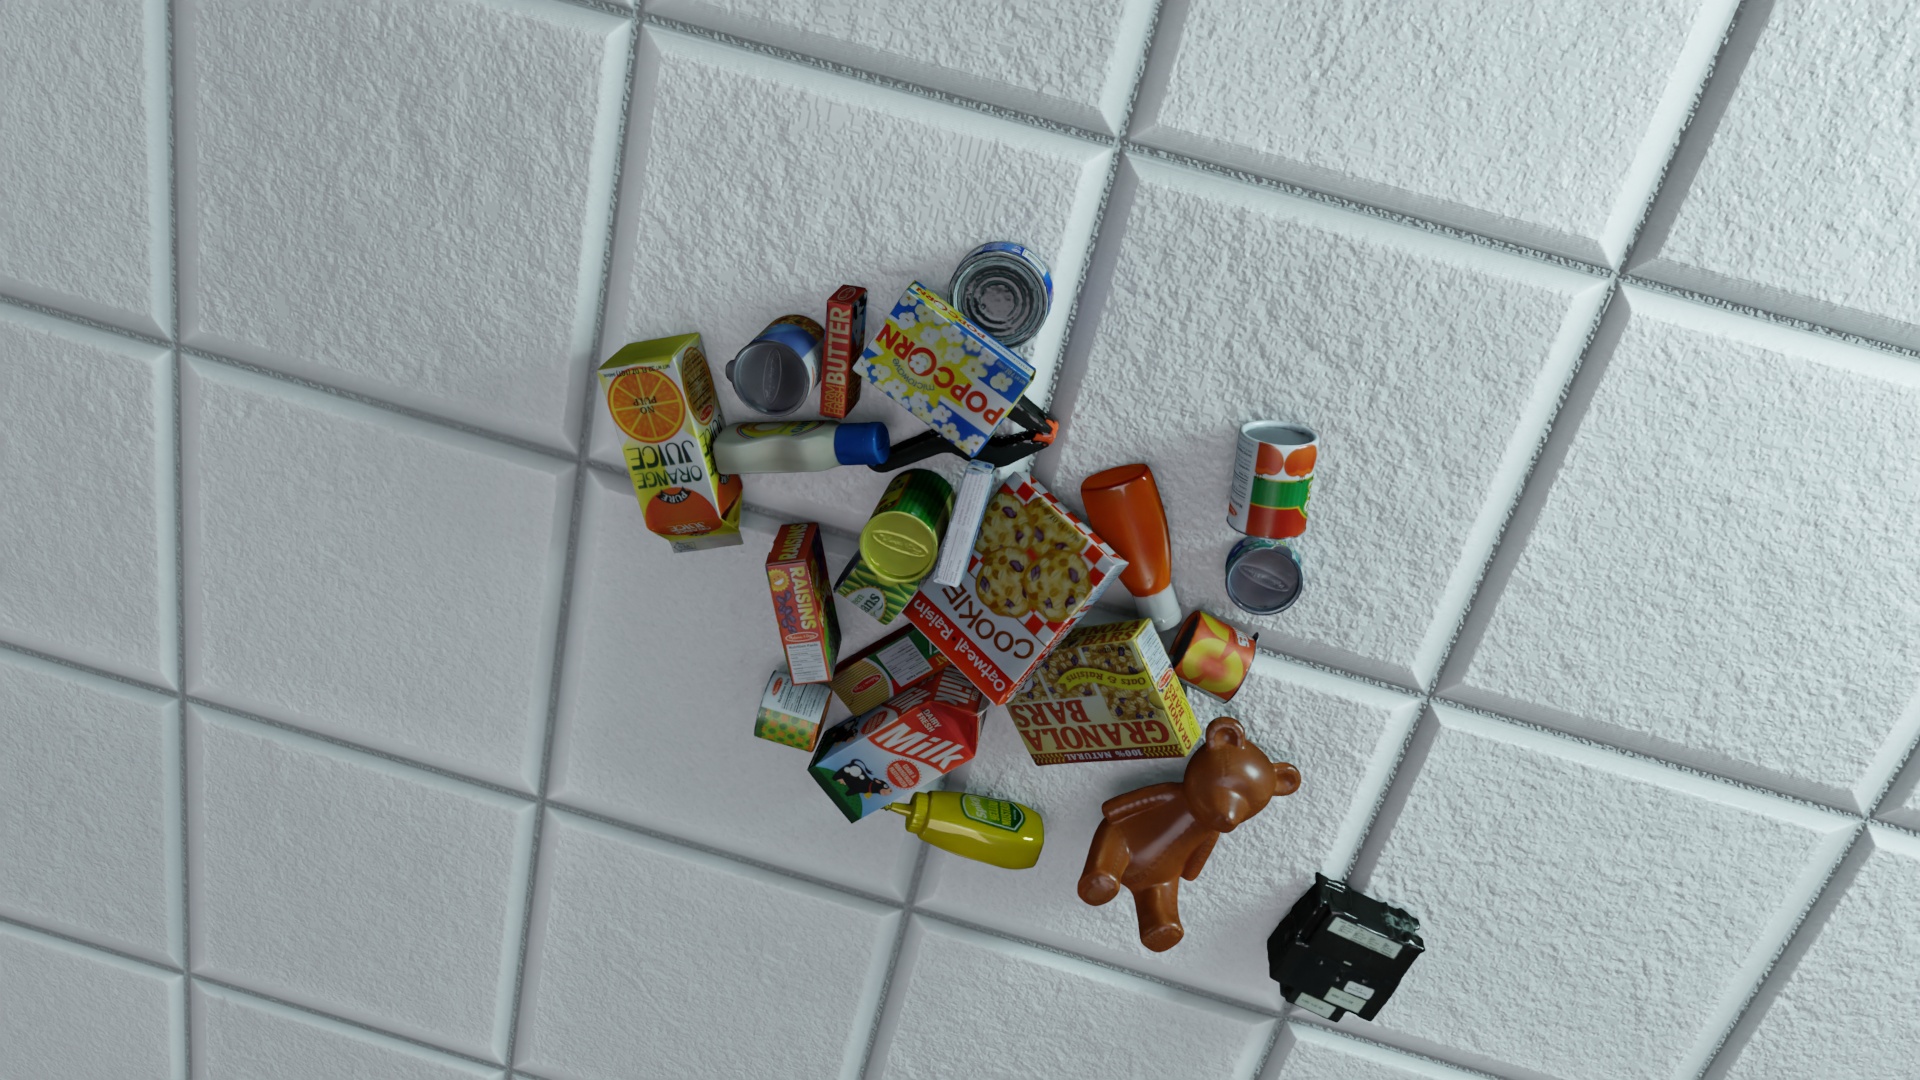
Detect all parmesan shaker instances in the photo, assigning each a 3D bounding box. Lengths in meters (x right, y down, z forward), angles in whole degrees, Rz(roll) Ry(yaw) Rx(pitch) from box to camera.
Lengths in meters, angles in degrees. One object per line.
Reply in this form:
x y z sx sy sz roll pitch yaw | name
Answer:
-0.045 -0.012 1.204 0.071 0.103 0.071 4 114 8 | parmesan shaker

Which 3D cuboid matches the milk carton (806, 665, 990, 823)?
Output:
-0.044 0.183 1.309 0.190 0.073 0.073 -32 105 21 | milk carton

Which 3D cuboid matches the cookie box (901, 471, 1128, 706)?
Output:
0.045 0.042 1.211 0.123 0.040 0.167 44 107 17 | cookie box

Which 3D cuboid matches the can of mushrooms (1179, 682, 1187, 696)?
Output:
0.174 0.140 1.275 0.071 0.033 0.070 4 115 8 | can of mushrooms

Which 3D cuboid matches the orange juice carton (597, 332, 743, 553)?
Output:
-0.248 -0.078 1.225 0.072 0.073 0.192 -7 113 13 | orange juice carton

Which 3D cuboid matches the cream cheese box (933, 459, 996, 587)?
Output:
0.004 -0.015 1.172 0.024 0.053 0.103 17 99 2 | cream cheese box

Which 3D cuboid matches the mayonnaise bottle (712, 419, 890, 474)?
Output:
-0.135 -0.082 1.200 0.148 0.065 0.041 -1 113 19 | mayonnaise bottle

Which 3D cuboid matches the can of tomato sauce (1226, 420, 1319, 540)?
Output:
0.262 -0.051 1.156 0.071 0.071 0.082 6 114 7 | can of tomato sauce

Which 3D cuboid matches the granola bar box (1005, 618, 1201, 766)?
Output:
0.116 0.139 1.247 0.165 0.039 0.124 -11 112 39 | granola bar box

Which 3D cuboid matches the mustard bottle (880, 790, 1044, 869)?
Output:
0.000 0.271 1.334 0.160 0.065 0.048 15 113 -11 | mustard bottle

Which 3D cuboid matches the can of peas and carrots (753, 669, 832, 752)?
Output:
-0.159 0.164 1.324 0.059 0.071 0.070 16 116 1 | can of peas and carrots

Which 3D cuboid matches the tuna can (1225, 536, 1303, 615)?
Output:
0.265 0.027 1.209 0.071 0.033 0.070 4 115 8 | tuna can

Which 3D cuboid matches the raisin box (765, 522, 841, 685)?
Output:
-0.141 0.056 1.260 0.040 0.086 0.123 -6 113 6 | raisin box

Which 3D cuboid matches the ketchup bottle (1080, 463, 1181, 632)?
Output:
0.155 0.009 1.213 0.064 0.044 0.148 -14 111 19 | ketchup bottle

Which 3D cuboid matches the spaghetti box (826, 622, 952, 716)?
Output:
-0.012 0.086 1.284 0.249 0.029 0.050 -30 106 20 | spaghetti box

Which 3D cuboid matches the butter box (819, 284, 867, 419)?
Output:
-0.099 -0.159 1.174 0.024 0.053 0.103 10 115 7 | butter box

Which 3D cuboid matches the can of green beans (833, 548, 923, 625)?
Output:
-0.072 0.034 1.250 0.058 0.071 0.071 36 115 -8 | can of green beans

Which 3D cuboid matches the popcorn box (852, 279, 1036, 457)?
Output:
-0.013 -0.140 1.136 0.127 0.038 0.085 36 115 -3 | popcorn box

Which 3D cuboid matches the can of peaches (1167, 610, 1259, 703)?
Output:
0.222 0.101 1.232 0.058 0.071 0.071 26 116 -2 | can of peaches

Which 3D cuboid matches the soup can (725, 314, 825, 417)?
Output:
-0.151 -0.149 1.170 0.071 0.084 0.071 4 114 8 | soup can
